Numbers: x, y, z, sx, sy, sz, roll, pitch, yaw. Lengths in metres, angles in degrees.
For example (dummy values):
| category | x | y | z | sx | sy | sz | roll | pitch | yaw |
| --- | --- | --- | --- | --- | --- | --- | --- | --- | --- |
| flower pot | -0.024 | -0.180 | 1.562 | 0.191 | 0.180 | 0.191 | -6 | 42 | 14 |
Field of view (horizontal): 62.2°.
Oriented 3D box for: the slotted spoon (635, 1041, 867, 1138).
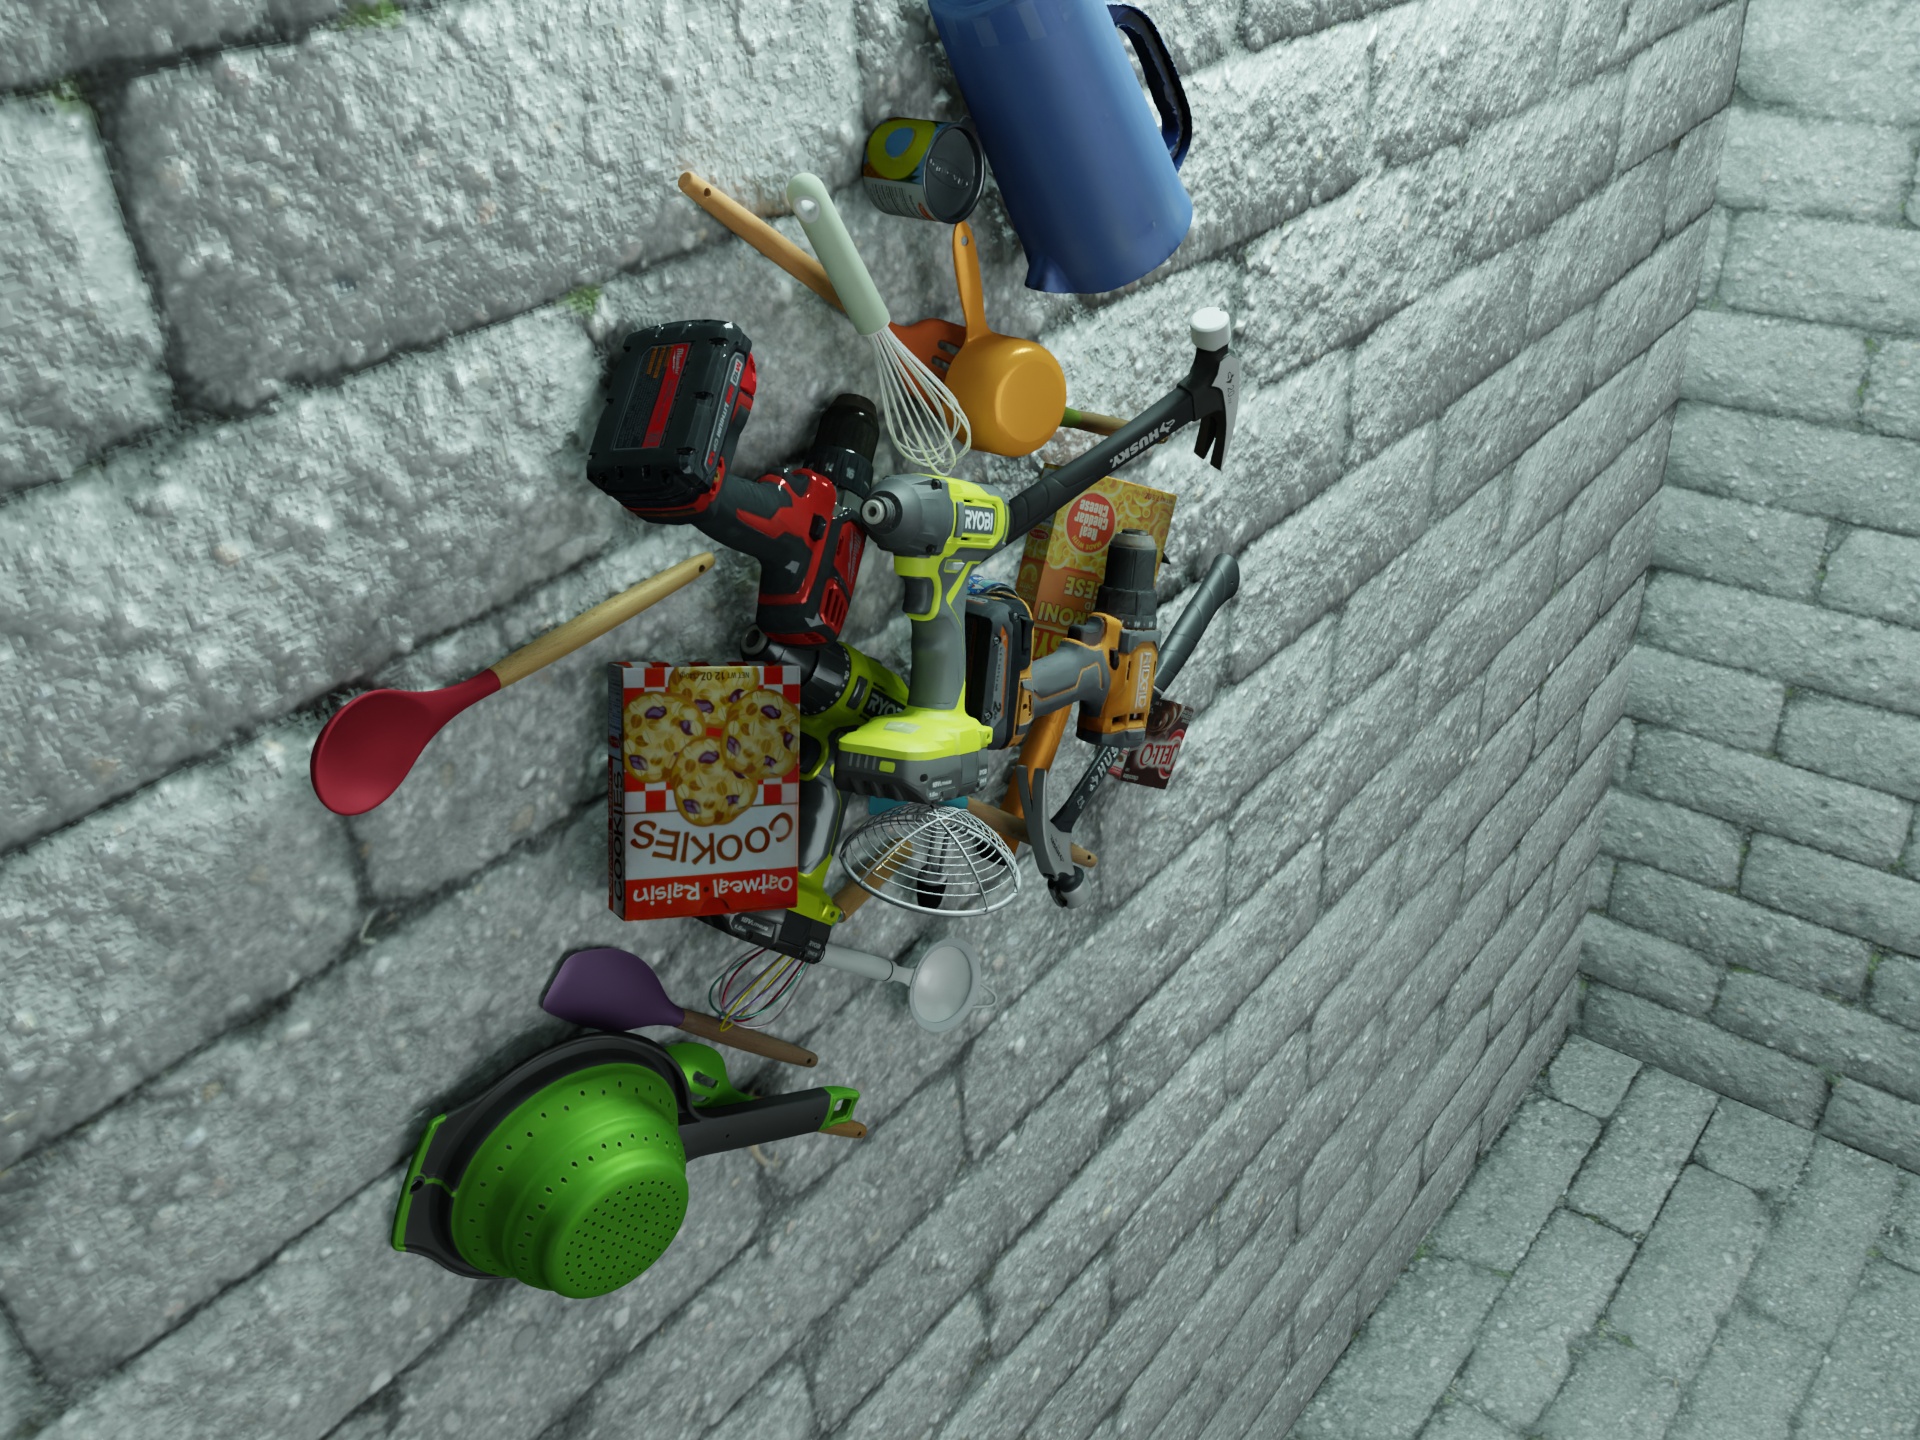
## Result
| category | x | y | z | sx | sy | sz | roll | pitch | yaw |
| --- | --- | --- | --- | --- | --- | --- | --- | --- | --- |
| slotted spoon | -0.158 | 0.317 | 1.303 | 0.070 | 0.031 | 0.313 | -54 | 146 | -1 |

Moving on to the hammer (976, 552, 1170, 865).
| category | x | y | z | sx | sy | sz | roll | pitch | yaw |
| --- | --- | --- | --- | --- | --- | --- | --- | --- | --- |
| hammer | 0.096 | -0.025 | 1.464 | 0.127 | 0.034 | 0.337 | 24 | 88 | -54 |

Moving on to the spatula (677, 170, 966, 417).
| category | x | y | z | sx | sy | sz | roll | pitch | yaw |
| --- | --- | --- | --- | --- | --- | --- | --- | --- | --- |
| spatula | -0.074 | -0.290 | 1.090 | 0.322 | 0.041 | 0.081 | 22 | 90 | -54 |

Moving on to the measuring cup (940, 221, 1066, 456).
| category | x | y | z | sx | sy | sz | roll | pitch | yaw |
| --- | --- | --- | --- | --- | --- | --- | --- | --- | --- |
| measuring cup | 0.029 | -0.273 | 1.150 | 0.095 | 0.052 | 0.173 | -31 | 126 | -27 |

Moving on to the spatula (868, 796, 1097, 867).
| category | x | y | z | sx | sy | sz | roll | pitch | yaw |
| --- | --- | --- | --- | --- | --- | --- | --- | --- | --- |
| spatula | 0.026 | 0.083 | 1.383 | 0.317 | 0.044 | 0.082 | 26 | 73 | -42 |

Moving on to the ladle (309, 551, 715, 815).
| category | x | y | z | sx | sy | sz | roll | pitch | yaw |
| --- | --- | --- | --- | --- | --- | --- | --- | --- | --- |
| ladle | -0.265 | -0.038 | 0.975 | 0.315 | 0.031 | 0.069 | -37 | 137 | -40 |

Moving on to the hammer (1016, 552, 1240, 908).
| category | x | y | z | sx | sy | sz | roll | pitch | yaw |
| --- | --- | --- | --- | --- | --- | --- | --- | --- | --- |
| hammer | 0.169 | -0.021 | 1.493 | 0.409 | 0.036 | 0.149 | -54 | 135 | -33 |

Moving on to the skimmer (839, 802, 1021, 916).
| category | x | y | z | sx | sy | sz | roll | pitch | yaw |
| --- | --- | --- | --- | --- | --- | --- | --- | --- | --- |
| skimmer | -0.026 | 0.135 | 1.222 | 0.363 | 0.127 | 0.090 | 99 | 2 | -73 |

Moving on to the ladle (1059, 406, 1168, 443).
| category | x | y | z | sx | sy | sz | roll | pitch | yaw |
| --- | --- | --- | --- | --- | --- | --- | --- | --- | --- |
| ladle | 0.097 | -0.256 | 1.350 | 0.320 | 0.062 | 0.078 | -8 | 113 | -59 |

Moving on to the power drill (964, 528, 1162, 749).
| category | x | y | z | sx | sy | sz | roll | pitch | yaw |
| --- | --- | --- | --- | --- | --- | --- | --- | --- | --- |
| power drill | 0.080 | -0.066 | 1.298 | 0.226 | 0.084 | 0.185 | -4 | 105 | -43 |

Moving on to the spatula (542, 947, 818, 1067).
| category | x | y | z | sx | sy | sz | roll | pitch | yaw |
| --- | --- | --- | --- | --- | --- | --- | --- | --- | --- |
| spatula | -0.199 | 0.229 | 1.210 | 0.060 | 0.018 | 0.315 | -61 | 144 | -6 |

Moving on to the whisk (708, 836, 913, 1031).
| category | x | y | z | sx | sy | sz | roll | pitch | yaw |
| --- | --- | --- | --- | --- | --- | --- | --- | --- | --- |
| whisk | -0.115 | 0.167 | 1.269 | 0.245 | 0.051 | 0.047 | -42 | 138 | -43 |

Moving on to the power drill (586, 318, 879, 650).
| category | x | y | z | sx | sy | sz | roll | pitch | yaw |
| --- | --- | --- | --- | --- | --- | --- | --- | --- | --- |
| power drill | -0.128 | -0.170 | 1.037 | 0.226 | 0.080 | 0.188 | 41 | 57 | -55 |

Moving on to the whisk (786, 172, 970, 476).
| category | x | y | z | sx | sy | sz | roll | pitch | yaw |
| --- | --- | --- | --- | --- | --- | --- | --- | --- | --- |
| whisk | -0.055 | -0.263 | 1.080 | 0.246 | 0.058 | 0.059 | 59 | 30 | -42 |

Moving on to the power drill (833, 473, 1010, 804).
| category | x | y | z | sx | sy | sz | roll | pitch | yaw |
| --- | --- | --- | --- | --- | --- | --- | --- | --- | --- |
| power drill | -0.029 | -0.060 | 1.117 | 0.171 | 0.080 | 0.223 | -10 | 106 | -65 |

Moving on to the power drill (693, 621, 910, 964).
| category | x | y | z | sx | sy | sz | roll | pitch | yaw |
| --- | --- | --- | --- | --- | --- | --- | --- | --- | --- |
| power drill | -0.124 | 0.048 | 1.168 | 0.190 | 0.080 | 0.228 | 31 | 79 | -50 |

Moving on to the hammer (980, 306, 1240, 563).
| category | x | y | z | sx | sy | sz | roll | pitch | yaw |
| --- | --- | --- | --- | --- | --- | --- | --- | --- | --- |
| hammer | 0.095 | -0.194 | 1.292 | 0.335 | 0.035 | 0.146 | -35 | 142 | -14 |

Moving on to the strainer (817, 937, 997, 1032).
| category | x | y | z | sx | sy | sz | roll | pitch | yaw |
| --- | --- | --- | --- | --- | --- | --- | --- | --- | --- |
| strainer | -0.060 | 0.216 | 1.374 | 0.258 | 0.050 | 0.087 | 26 | 80 | -50 |

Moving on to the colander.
| category | x | y | z | sx | sy | sz | roll | pitch | yaw |
| --- | --- | --- | --- | --- | --- | --- | --- | --- | --- |
| colander | -0.199 | 0.325 | 1.147 | 0.396 | 0.095 | 0.204 | 3 | 114 | -48 |
